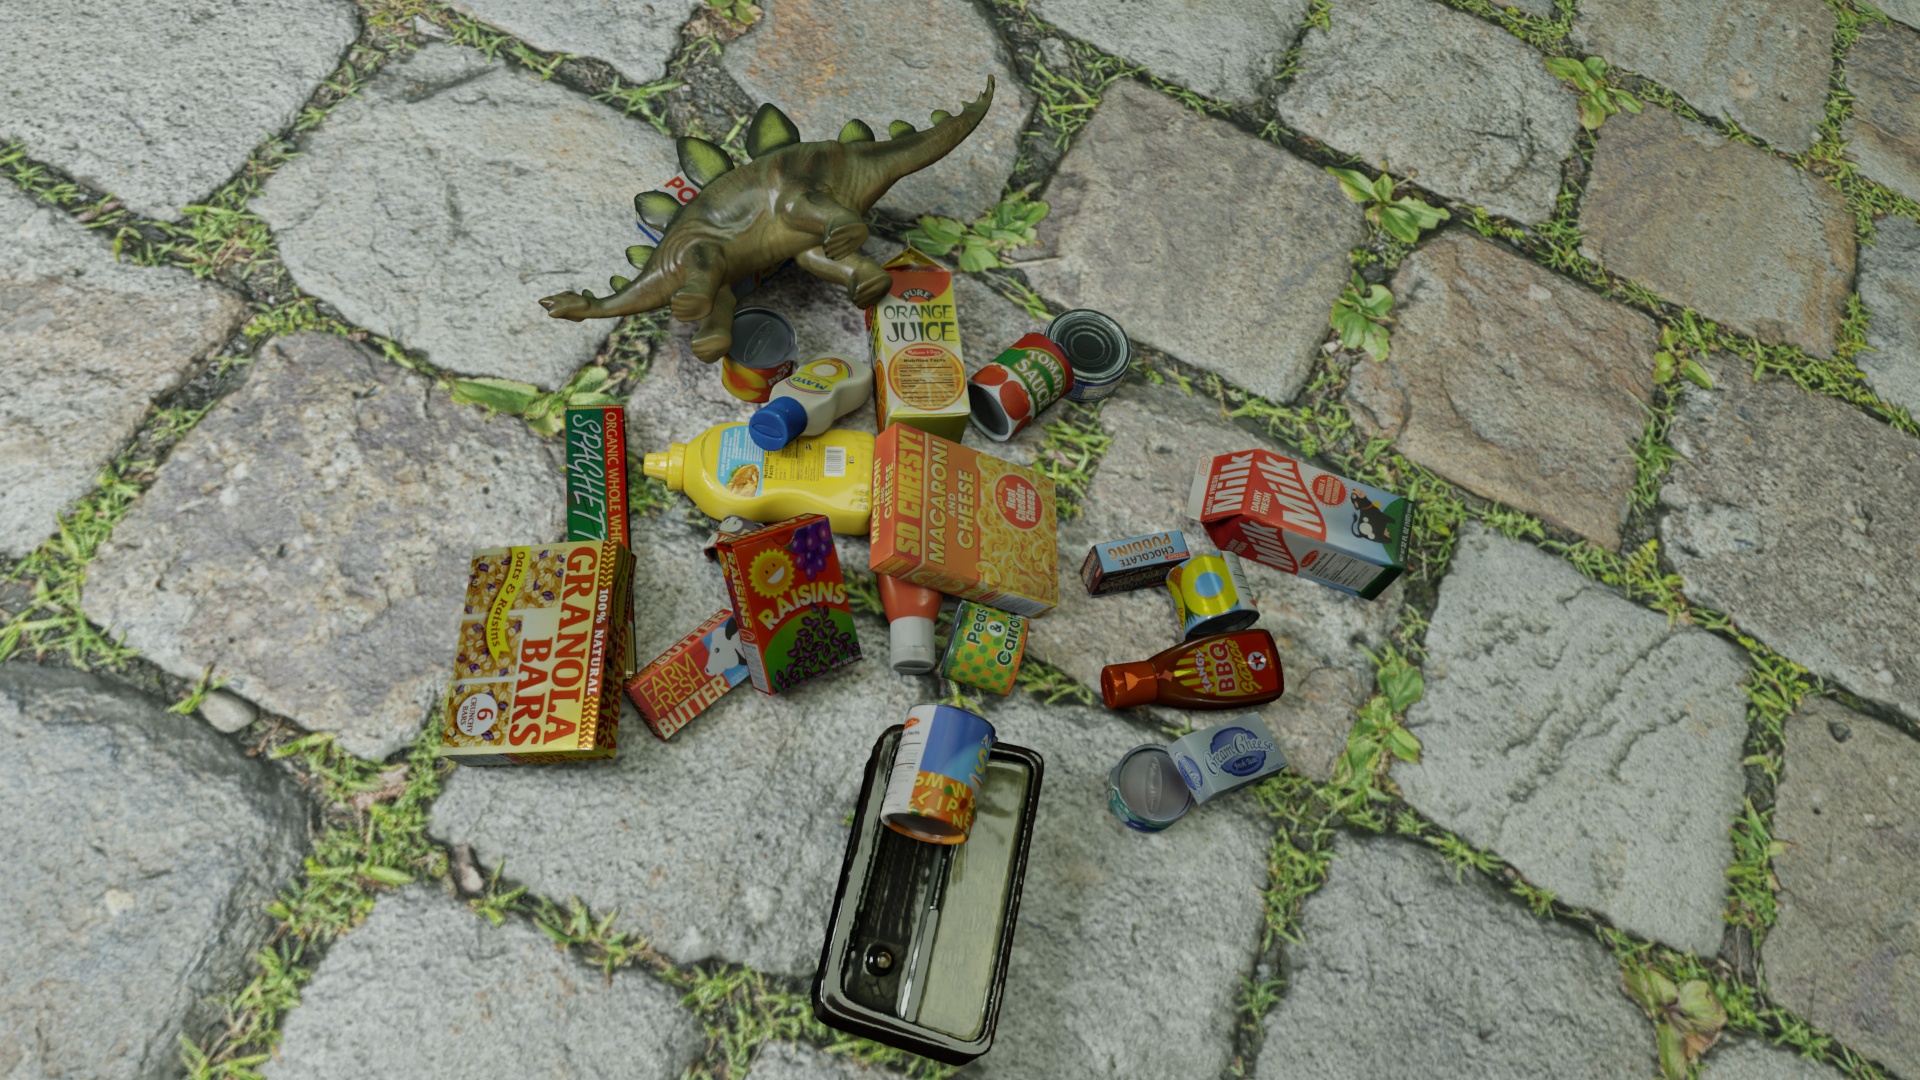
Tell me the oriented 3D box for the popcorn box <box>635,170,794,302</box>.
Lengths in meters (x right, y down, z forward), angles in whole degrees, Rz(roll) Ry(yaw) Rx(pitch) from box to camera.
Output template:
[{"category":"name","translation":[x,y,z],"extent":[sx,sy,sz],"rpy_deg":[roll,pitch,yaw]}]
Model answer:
[{"category":"popcorn box","translation":[-0.227,-0.286,1.286],"extent":[0.127,0.038,0.085],"rpy_deg":[42,64,11]}]

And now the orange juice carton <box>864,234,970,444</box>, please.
[{"category":"orange juice carton","translation":[-0.043,-0.177,1.248],"extent":[0.073,0.071,0.193],"rpy_deg":[-2,65,-12]}]

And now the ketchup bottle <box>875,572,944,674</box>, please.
[{"category":"ketchup bottle","translation":[-0.040,0.036,1.157],"extent":[0.065,0.043,0.149],"rpy_deg":[6,63,-16]}]

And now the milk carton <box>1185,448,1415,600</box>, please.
[{"category":"milk carton","translation":[0.296,-0.020,1.232],"extent":[0.191,0.073,0.072],"rpy_deg":[18,62,-1]}]

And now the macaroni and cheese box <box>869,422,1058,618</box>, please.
[{"category":"macaroni and cheese box","translation":[0.004,-0.015,1.157],"extent":[0.166,0.040,0.124],"rpy_deg":[18,58,-31]}]

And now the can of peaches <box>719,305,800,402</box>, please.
[{"category":"can of peaches","translation":[-0.177,-0.162,1.223],"extent":[0.071,0.057,0.071],"rpy_deg":[5,63,-9]}]

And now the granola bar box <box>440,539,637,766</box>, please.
[{"category":"granola bar box","translation":[-0.318,0.085,1.056],"extent":[0.124,0.039,0.166],"rpy_deg":[-4,66,11]}]

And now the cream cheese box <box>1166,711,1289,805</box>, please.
[{"category":"cream cheese box","translation":[0.217,0.175,1.125],"extent":[0.104,0.024,0.053],"rpy_deg":[-9,61,-43]}]

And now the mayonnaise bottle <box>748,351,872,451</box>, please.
[{"category":"mayonnaise bottle","translation":[-0.130,-0.118,1.181],"extent":[0.065,0.041,0.149],"rpy_deg":[19,30,13]}]

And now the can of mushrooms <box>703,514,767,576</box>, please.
[{"category":"can of mushrooms","translation":[-0.173,0.012,1.129],"extent":[0.071,0.070,0.033],"rpy_deg":[31,64,5]}]

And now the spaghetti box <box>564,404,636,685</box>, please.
[{"category":"spaghetti box","translation":[-0.294,0.002,1.134],"extent":[0.050,0.028,0.251],"rpy_deg":[-3,64,-12]}]

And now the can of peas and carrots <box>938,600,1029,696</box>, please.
[{"category":"can of peas and carrots","translation":[0.020,0.086,1.128],"extent":[0.059,0.070,0.071],"rpy_deg":[17,62,-3]}]

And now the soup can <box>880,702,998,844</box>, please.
[{"category":"soup can","translation":[-0.013,0.169,1.001],"extent":[0.071,0.071,0.084],"rpy_deg":[16,62,-2]}]

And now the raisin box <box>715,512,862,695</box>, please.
[{"category":"raisin box","translation":[-0.134,0.049,1.093],"extent":[0.086,0.040,0.123],"rpy_deg":[-19,103,-29]}]

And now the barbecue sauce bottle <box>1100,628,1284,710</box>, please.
[{"category":"barbecue sauce bottle","translation":[0.193,0.113,1.162],"extent":[0.149,0.043,0.065],"rpy_deg":[-6,72,-13]}]

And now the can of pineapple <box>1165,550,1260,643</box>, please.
[{"category":"can of pineapple","translation":[0.213,0.049,1.187],"extent":[0.071,0.070,0.058],"rpy_deg":[-9,65,-15]}]

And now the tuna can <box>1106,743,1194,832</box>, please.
[{"category":"tuna can","translation":[0.150,0.199,1.117],"extent":[0.071,0.032,0.071],"rpy_deg":[4,63,-9]}]

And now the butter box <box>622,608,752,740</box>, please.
[{"category":"butter box","translation":[-0.209,0.104,1.088],"extent":[0.104,0.024,0.053],"rpy_deg":[-38,112,-25]}]

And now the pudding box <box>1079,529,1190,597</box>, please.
[{"category":"pudding box","translation":[0.150,0.020,1.198],"extent":[0.084,0.049,0.030],"rpy_deg":[-9,64,-16]}]

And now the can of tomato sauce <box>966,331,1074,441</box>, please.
[{"category":"can of tomato sauce","translation":[0.052,-0.138,1.247],"extent":[0.083,0.071,0.071],"rpy_deg":[-39,77,-24]}]
